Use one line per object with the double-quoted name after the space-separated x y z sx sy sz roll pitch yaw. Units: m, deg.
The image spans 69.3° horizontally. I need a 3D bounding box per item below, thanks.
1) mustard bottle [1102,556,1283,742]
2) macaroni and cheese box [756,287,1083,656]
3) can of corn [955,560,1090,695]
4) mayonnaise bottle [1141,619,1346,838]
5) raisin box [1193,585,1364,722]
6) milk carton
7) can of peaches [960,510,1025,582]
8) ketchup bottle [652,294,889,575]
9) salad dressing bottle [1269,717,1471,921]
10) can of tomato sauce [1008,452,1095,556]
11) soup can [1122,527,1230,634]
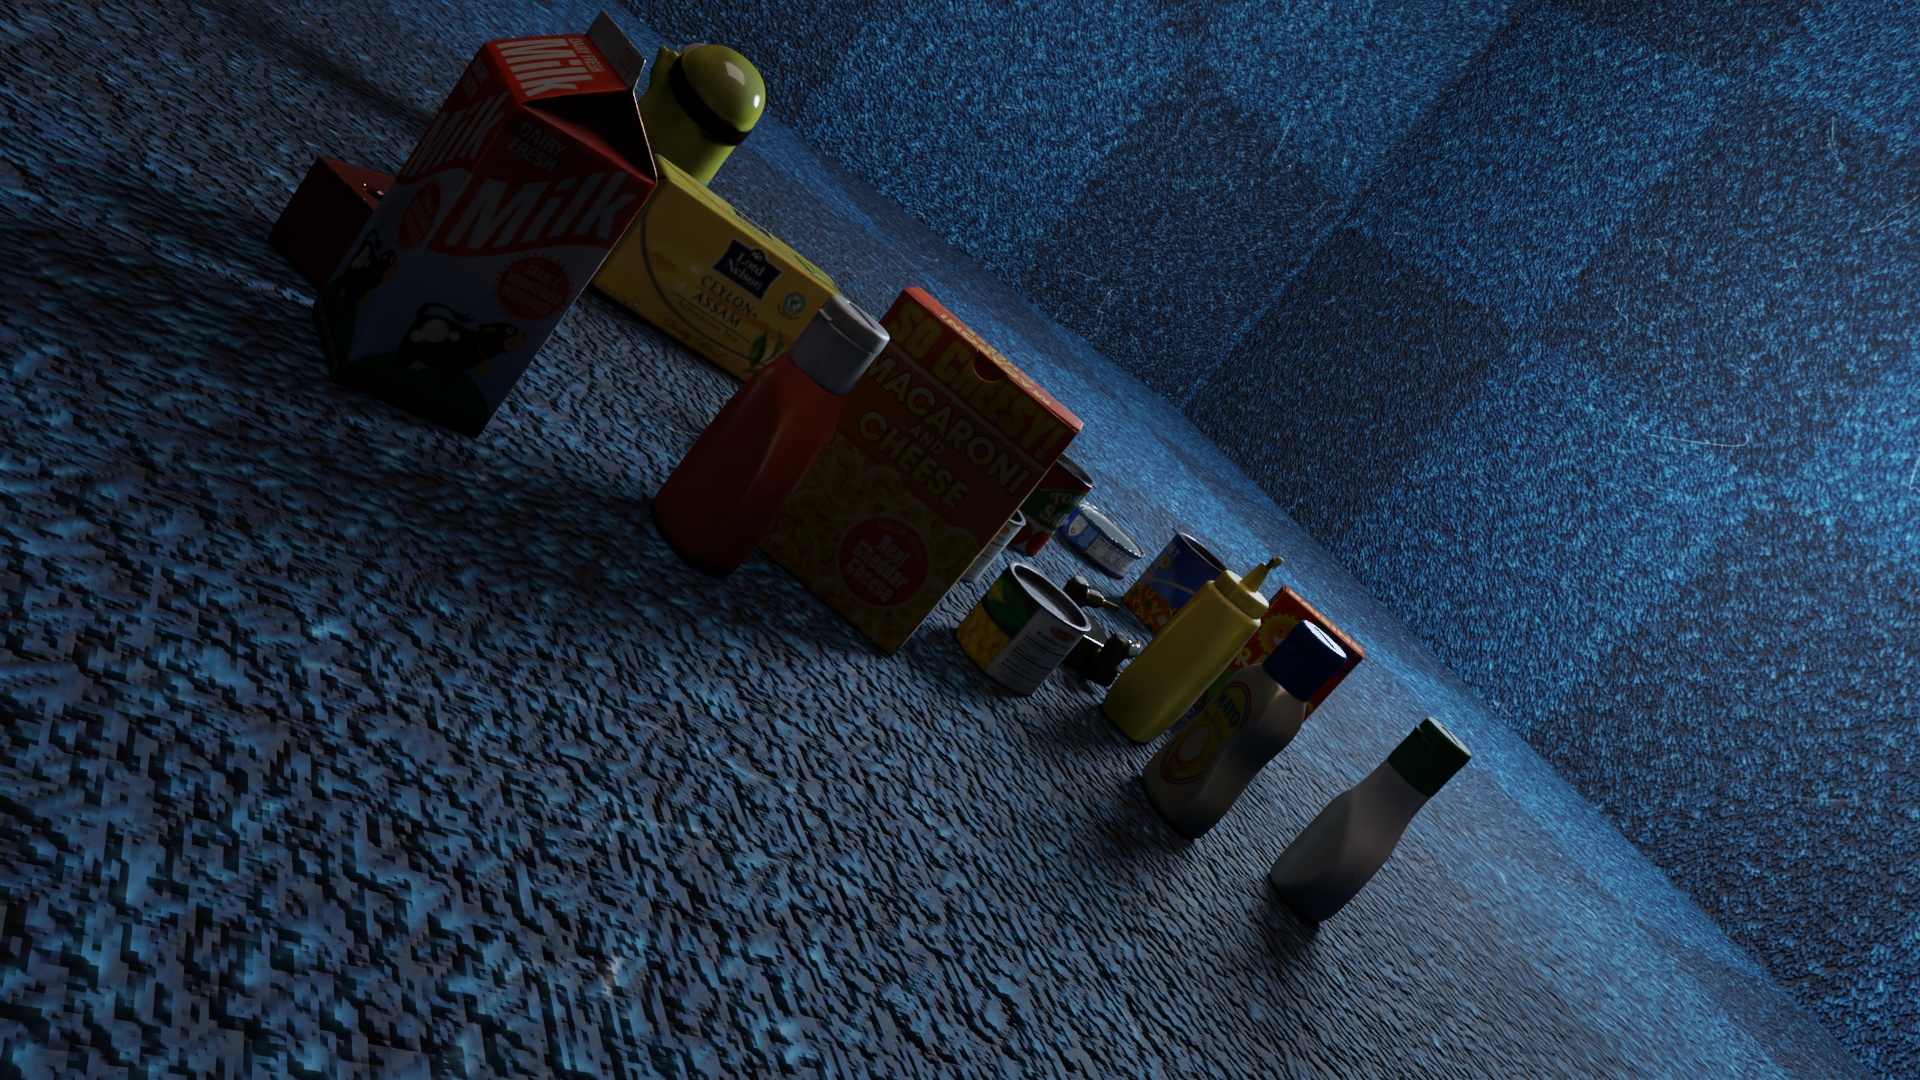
0.166 0.069 0.958 0.049 0.160 0.065 44 14 21 "mustard bottle"
-0.031 -0.038 0.773 0.124 0.166 0.040 39 13 0 "macaroni and cheese box"
0.038 0.055 0.887 0.071 0.058 0.071 37 14 -10 "can of corn"
0.178 0.115 0.869 0.041 0.147 0.065 33 14 -25 "mayonnaise bottle"
0.260 0.111 1.149 0.086 0.123 0.040 41 13 7 "raisin box"
-0.204 -0.148 0.623 0.073 0.190 0.072 26 19 -44 "milk carton"
0.004 -0.013 1.012 0.071 0.058 0.071 37 14 -10 "can of peaches"
-0.095 -0.056 0.701 0.043 0.148 0.065 25 19 -46 "ketchup bottle"
0.264 0.178 0.892 0.044 0.147 0.064 38 13 -8 "salad dressing bottle"
0.066 -0.036 1.196 0.071 0.083 0.071 37 14 -10 "can of tomato sauce"
0.200 0.042 1.296 0.071 0.083 0.071 37 14 -10 "soup can"
